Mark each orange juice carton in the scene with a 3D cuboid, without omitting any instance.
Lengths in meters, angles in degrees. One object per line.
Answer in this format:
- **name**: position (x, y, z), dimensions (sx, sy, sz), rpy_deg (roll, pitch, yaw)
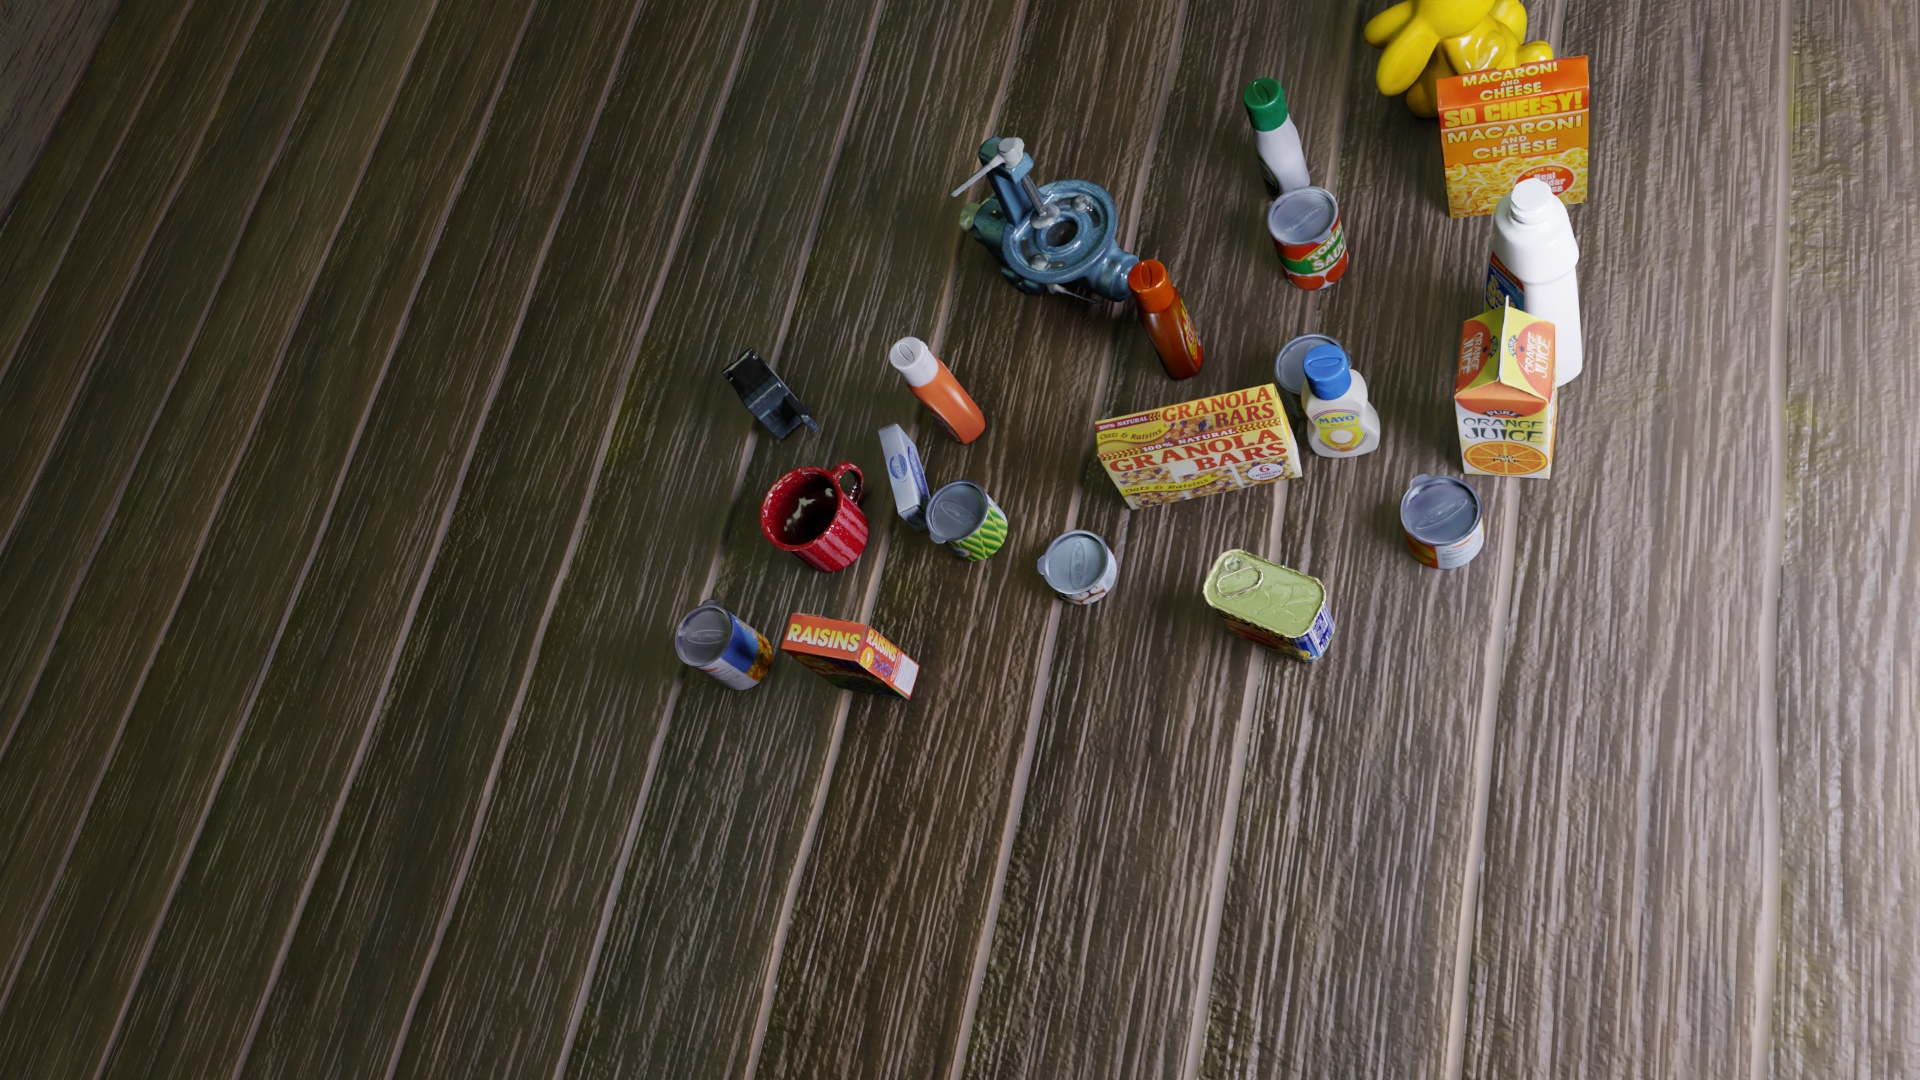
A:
- **orange juice carton**: position (0.455, -0.124, 1.157), dimensions (0.073, 0.192, 0.072), rpy_deg (5, 70, 25)

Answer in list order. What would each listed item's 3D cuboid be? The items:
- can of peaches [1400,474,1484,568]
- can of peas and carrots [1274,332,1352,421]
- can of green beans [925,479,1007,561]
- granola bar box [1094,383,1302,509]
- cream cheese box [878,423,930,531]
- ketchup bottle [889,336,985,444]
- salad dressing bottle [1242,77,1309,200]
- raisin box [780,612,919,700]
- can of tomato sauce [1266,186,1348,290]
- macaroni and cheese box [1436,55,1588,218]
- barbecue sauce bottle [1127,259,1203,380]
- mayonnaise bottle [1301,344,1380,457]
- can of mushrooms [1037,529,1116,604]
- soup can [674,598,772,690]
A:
- **can of peaches**: position (0.417, -0.017, 1.203), dimensions (0.071, 0.058, 0.071), rpy_deg (-9, 64, 19)
- **can of peas and carrots**: position (0.334, -0.152, 1.300), dimensions (0.071, 0.058, 0.071), rpy_deg (-9, 64, 19)
- **can of green beans**: position (0.007, -0.019, 1.379), dimensions (0.071, 0.057, 0.071), rpy_deg (-9, 64, 19)
- **granola bar box**: position (0.220, -0.084, 1.279), dimensions (0.165, 0.124, 0.039), rpy_deg (-11, 64, 18)
- **cream cheese box**: position (-0.054, -0.064, 1.428), dimensions (0.024, 0.053, 0.104), rpy_deg (-23, 60, 13)
- **ketchup bottle**: position (-0.025, -0.154, 1.401), dimensions (0.043, 0.148, 0.065), rpy_deg (-41, 58, 2)
- **salad dressing bottle**: position (0.310, -0.395, 1.370), dimensions (0.044, 0.147, 0.064), rpy_deg (-25, 60, 11)
- **raisin box**: position (-0.104, 0.111, 1.327), dimensions (0.086, 0.123, 0.040), rpy_deg (8, 71, 26)
- **can of tomato sauce**: position (0.340, -0.291, 1.347), dimensions (0.071, 0.083, 0.071), rpy_deg (-9, 64, 19)
- **macaroni and cheese box**: position (0.502, -0.363, 1.262), dimensions (0.123, 0.166, 0.040), rpy_deg (-3, 66, 22)
- **barbecue sauce bottle**: position (0.196, -0.215, 1.335), dimensions (0.043, 0.148, 0.065), rpy_deg (-12, 63, 18)
- **mayonnaise bottle**: position (0.333, -0.122, 1.234), dimensions (0.065, 0.147, 0.041), rpy_deg (-5, 66, 21)
- **can of mushrooms**: position (0.112, 0.026, 1.328), dimensions (0.071, 0.033, 0.071), rpy_deg (-9, 64, 19)
- **soup can**: position (-0.239, 0.107, 1.410), dimensions (0.071, 0.083, 0.071), rpy_deg (-9, 64, 19)
